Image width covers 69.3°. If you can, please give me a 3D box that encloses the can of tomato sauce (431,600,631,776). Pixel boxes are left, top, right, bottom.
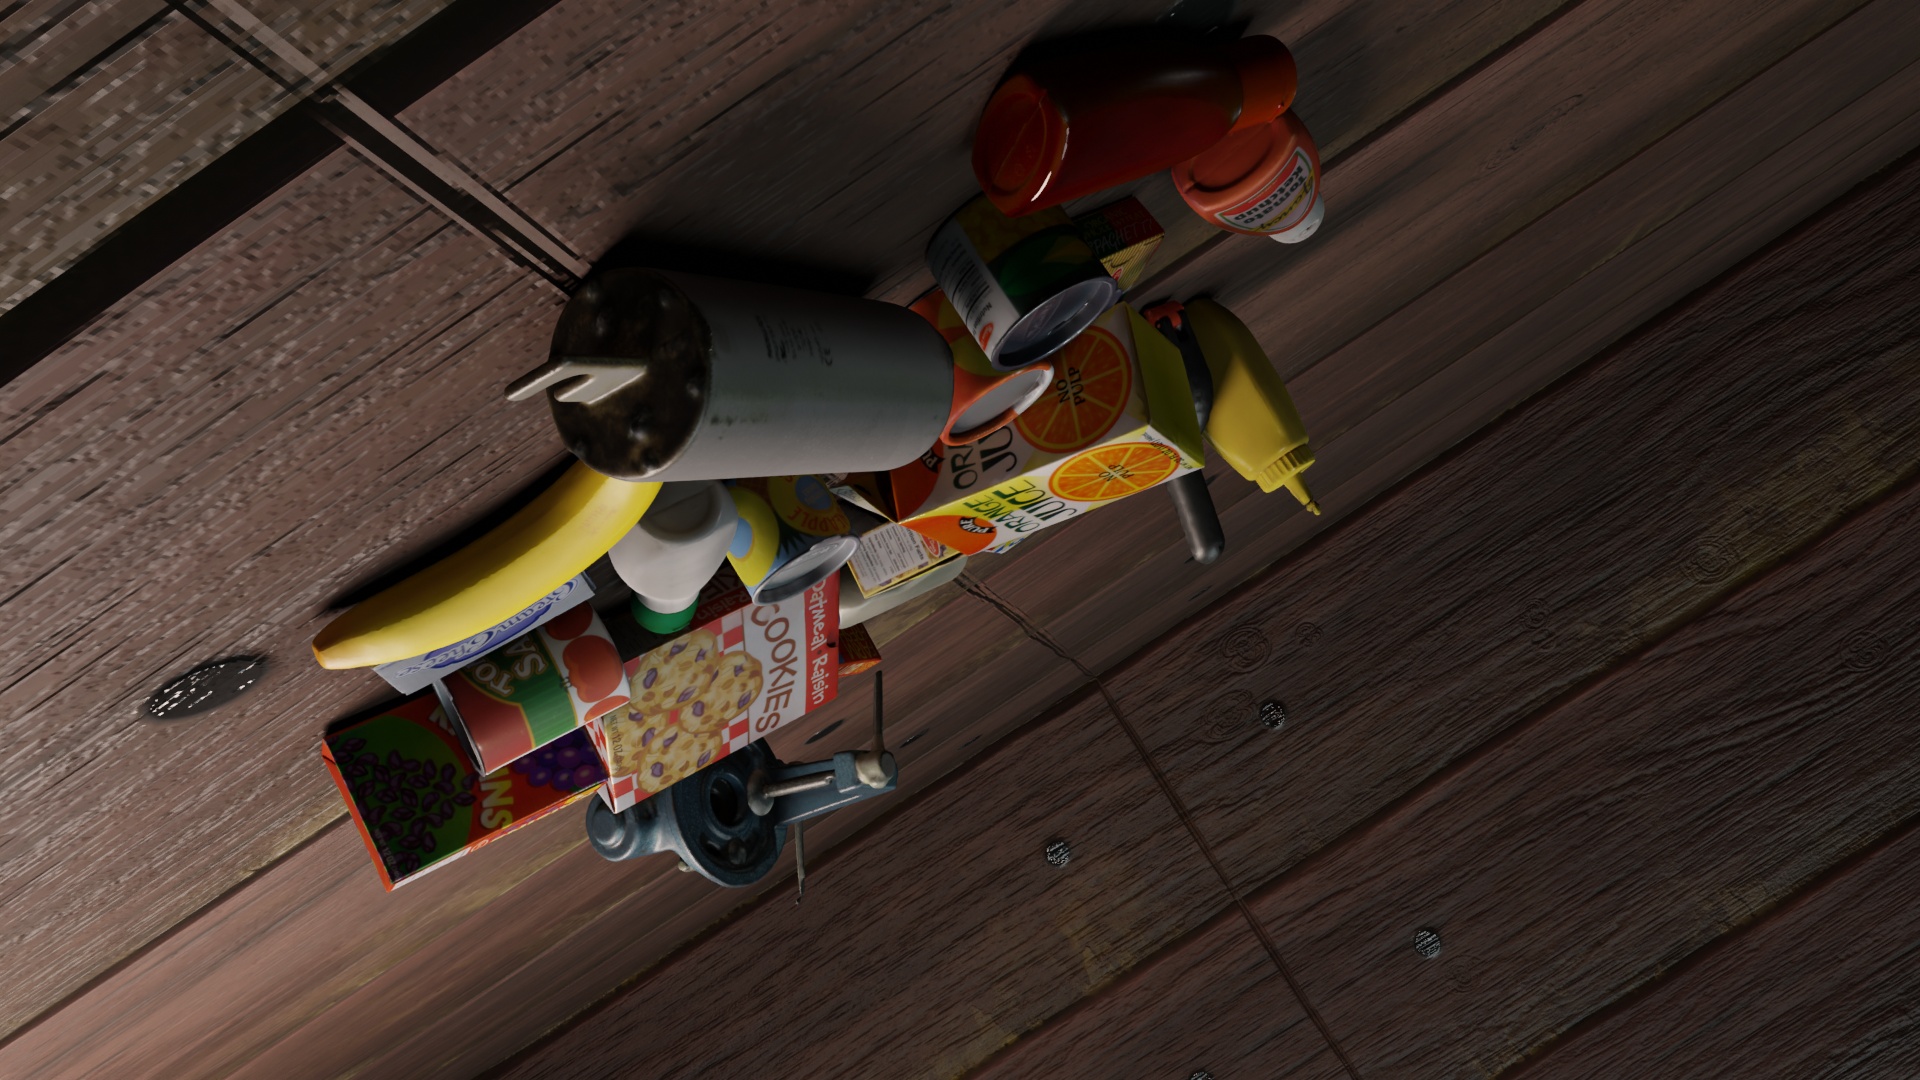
[{"bbox_3d":[-0.223,0.072,0.719,0.083,0.071,0.071,-27,166,-26],"label":"can of tomato sauce"}]

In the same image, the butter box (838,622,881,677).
[{"bbox_3d":[-0.101,0.077,1.055,0.024,0.053,0.103,-35,167,17],"label":"butter box"}]

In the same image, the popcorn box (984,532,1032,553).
[{"bbox_3d":[0.058,-0.041,1.023,0.126,0.038,0.085,-36,167,14],"label":"popcorn box"}]

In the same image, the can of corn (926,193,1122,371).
[{"bbox_3d":[0.029,-0.119,0.621,0.071,0.058,0.071,-31,167,-8],"label":"can of corn"}]

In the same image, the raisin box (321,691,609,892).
[{"bbox_3d":[-0.265,0.121,0.749,0.124,0.086,0.040,-24,170,-32],"label":"raisin box"}]

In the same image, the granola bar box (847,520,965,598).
[{"bbox_3d":[0.003,-0.011,0.898,0.124,0.039,0.166,-25,179,10],"label":"granola bar box"}]

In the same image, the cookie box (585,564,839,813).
[{"bbox_3d":[-0.152,0.080,0.857,0.168,0.040,0.122,-26,139,-32],"label":"cookie box"}]

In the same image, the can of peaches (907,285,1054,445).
[{"bbox_3d":[0.002,-0.087,0.679,0.071,0.058,0.071,-31,167,-8],"label":"can of peaches"}]

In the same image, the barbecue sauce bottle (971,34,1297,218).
[{"bbox_3d":[0.077,-0.175,0.564,0.149,0.044,0.064,-25,165,-33],"label":"barbecue sauce bottle"}]

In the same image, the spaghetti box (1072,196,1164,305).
[{"bbox_3d":[0.042,-0.102,0.786,0.050,0.029,0.249,-26,166,-26],"label":"spaghetti box"}]

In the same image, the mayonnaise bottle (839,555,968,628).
[{"bbox_3d":[-0.067,0.033,1.003,0.149,0.041,0.064,-23,167,-31],"label":"mayonnaise bottle"}]

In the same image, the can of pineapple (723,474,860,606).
[{"bbox_3d":[-0.095,-0.007,0.743,0.071,0.058,0.071,-31,167,-8],"label":"can of pineapple"}]

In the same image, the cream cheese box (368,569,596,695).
[{"bbox_3d":[-0.227,0.034,0.657,0.104,0.024,0.053,-29,167,-14],"label":"cream cheese box"}]

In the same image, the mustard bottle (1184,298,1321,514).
[{"bbox_3d":[0.187,-0.081,0.909,0.065,0.160,0.049,-40,167,32],"label":"mustard bottle"}]

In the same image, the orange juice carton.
[{"bbox_3d":[0.025,-0.049,0.748,0.192,0.073,0.072,-21,155,26],"label":"orange juice carton"}]

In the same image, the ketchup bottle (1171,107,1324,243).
[{"bbox_3d":[0.157,-0.185,0.718,0.064,0.043,0.149,-38,167,20],"label":"ketchup bottle"}]

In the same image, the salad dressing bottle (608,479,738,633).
[{"bbox_3d":[-0.149,0.009,0.712,0.064,0.044,0.147,-29,168,-24],"label":"salad dressing bottle"}]
